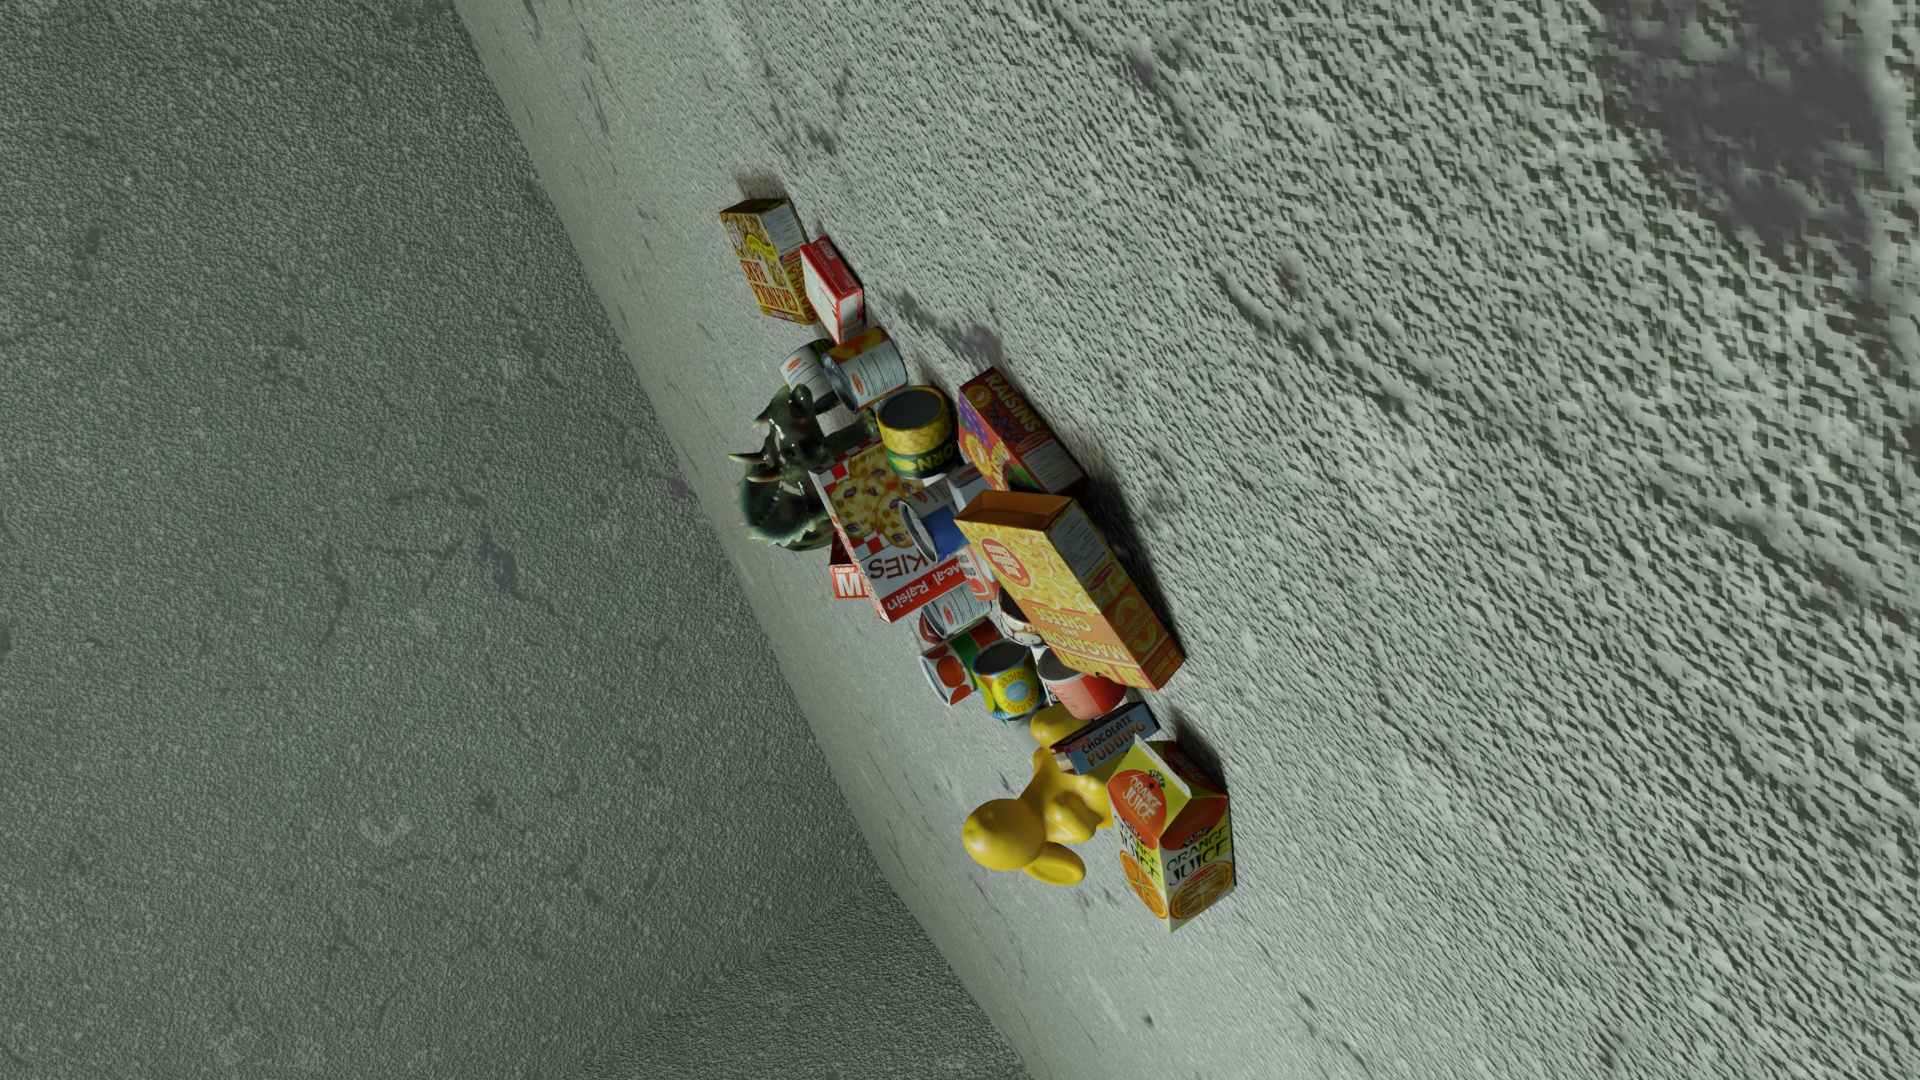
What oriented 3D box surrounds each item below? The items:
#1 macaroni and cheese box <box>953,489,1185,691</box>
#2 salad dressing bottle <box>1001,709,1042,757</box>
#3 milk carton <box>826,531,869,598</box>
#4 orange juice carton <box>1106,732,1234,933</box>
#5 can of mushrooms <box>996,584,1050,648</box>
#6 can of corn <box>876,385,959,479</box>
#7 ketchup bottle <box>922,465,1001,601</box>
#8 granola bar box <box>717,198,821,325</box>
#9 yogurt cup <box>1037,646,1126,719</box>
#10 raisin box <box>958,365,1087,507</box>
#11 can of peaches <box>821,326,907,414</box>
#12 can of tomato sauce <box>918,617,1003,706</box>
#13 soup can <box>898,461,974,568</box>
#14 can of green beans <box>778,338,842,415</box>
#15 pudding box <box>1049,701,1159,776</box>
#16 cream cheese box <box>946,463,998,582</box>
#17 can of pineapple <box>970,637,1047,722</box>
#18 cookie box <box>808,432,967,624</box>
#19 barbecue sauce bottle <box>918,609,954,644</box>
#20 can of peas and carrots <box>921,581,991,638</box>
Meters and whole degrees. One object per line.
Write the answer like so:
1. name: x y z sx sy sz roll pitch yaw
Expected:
1. macaroni and cheese box: 0.082 0.037 1.061 0.166 0.040 0.123 53 158 -23
2. salad dressing bottle: 0.080 0.202 1.479 0.148 0.044 0.064 38 156 58
3. milk carton: -0.090 0.024 1.489 0.190 0.072 0.073 -2 -91 -83
4. orange juice carton: 0.177 0.240 1.167 0.072 0.073 0.191 47 160 42
5. can of mushrooms: 0.067 0.058 1.202 0.071 0.071 0.033 48 160 38
6. can of corn: -0.037 -0.098 1.257 0.071 0.071 0.058 46 159 43
7. ketchup bottle: 0.005 -0.016 1.315 0.148 0.043 0.064 64 165 -11
8. granola bar box: -0.193 -0.294 1.458 0.166 0.039 0.123 29 145 63
9. yogurt cup: 0.107 0.116 1.188 0.053 0.072 0.072 58 167 -25
10. raisin box: 0.047 -0.064 1.092 0.123 0.040 0.085 52 164 24
11. can of peaches: -0.093 -0.164 1.331 0.071 0.058 0.071 54 165 22
12. can of tomato sauce: 0.007 0.134 1.510 0.071 0.083 0.071 54 164 23
13. soup can: -0.003 -0.024 1.243 0.071 0.084 0.071 54 164 23
14. can of green beans: -0.153 -0.175 1.496 0.058 0.071 0.071 57 165 10
15. pudding box: 0.123 0.170 1.194 0.030 0.084 0.049 63 166 2
16. cream cheese box: 0.030 -0.020 1.203 0.024 0.053 0.103 41 156 57
17. can of pineapple: 0.050 0.141 1.413 0.071 0.071 0.057 32 148 61
18. cookie box: -0.055 -0.021 1.347 0.167 0.123 0.040 65 165 -18
19. barbecue sauce bottle: -0.026 0.091 1.602 0.148 0.044 0.065 109 167 -78
20. can of peas and carrots: -0.009 0.061 1.478 0.071 0.059 0.070 55 165 23
